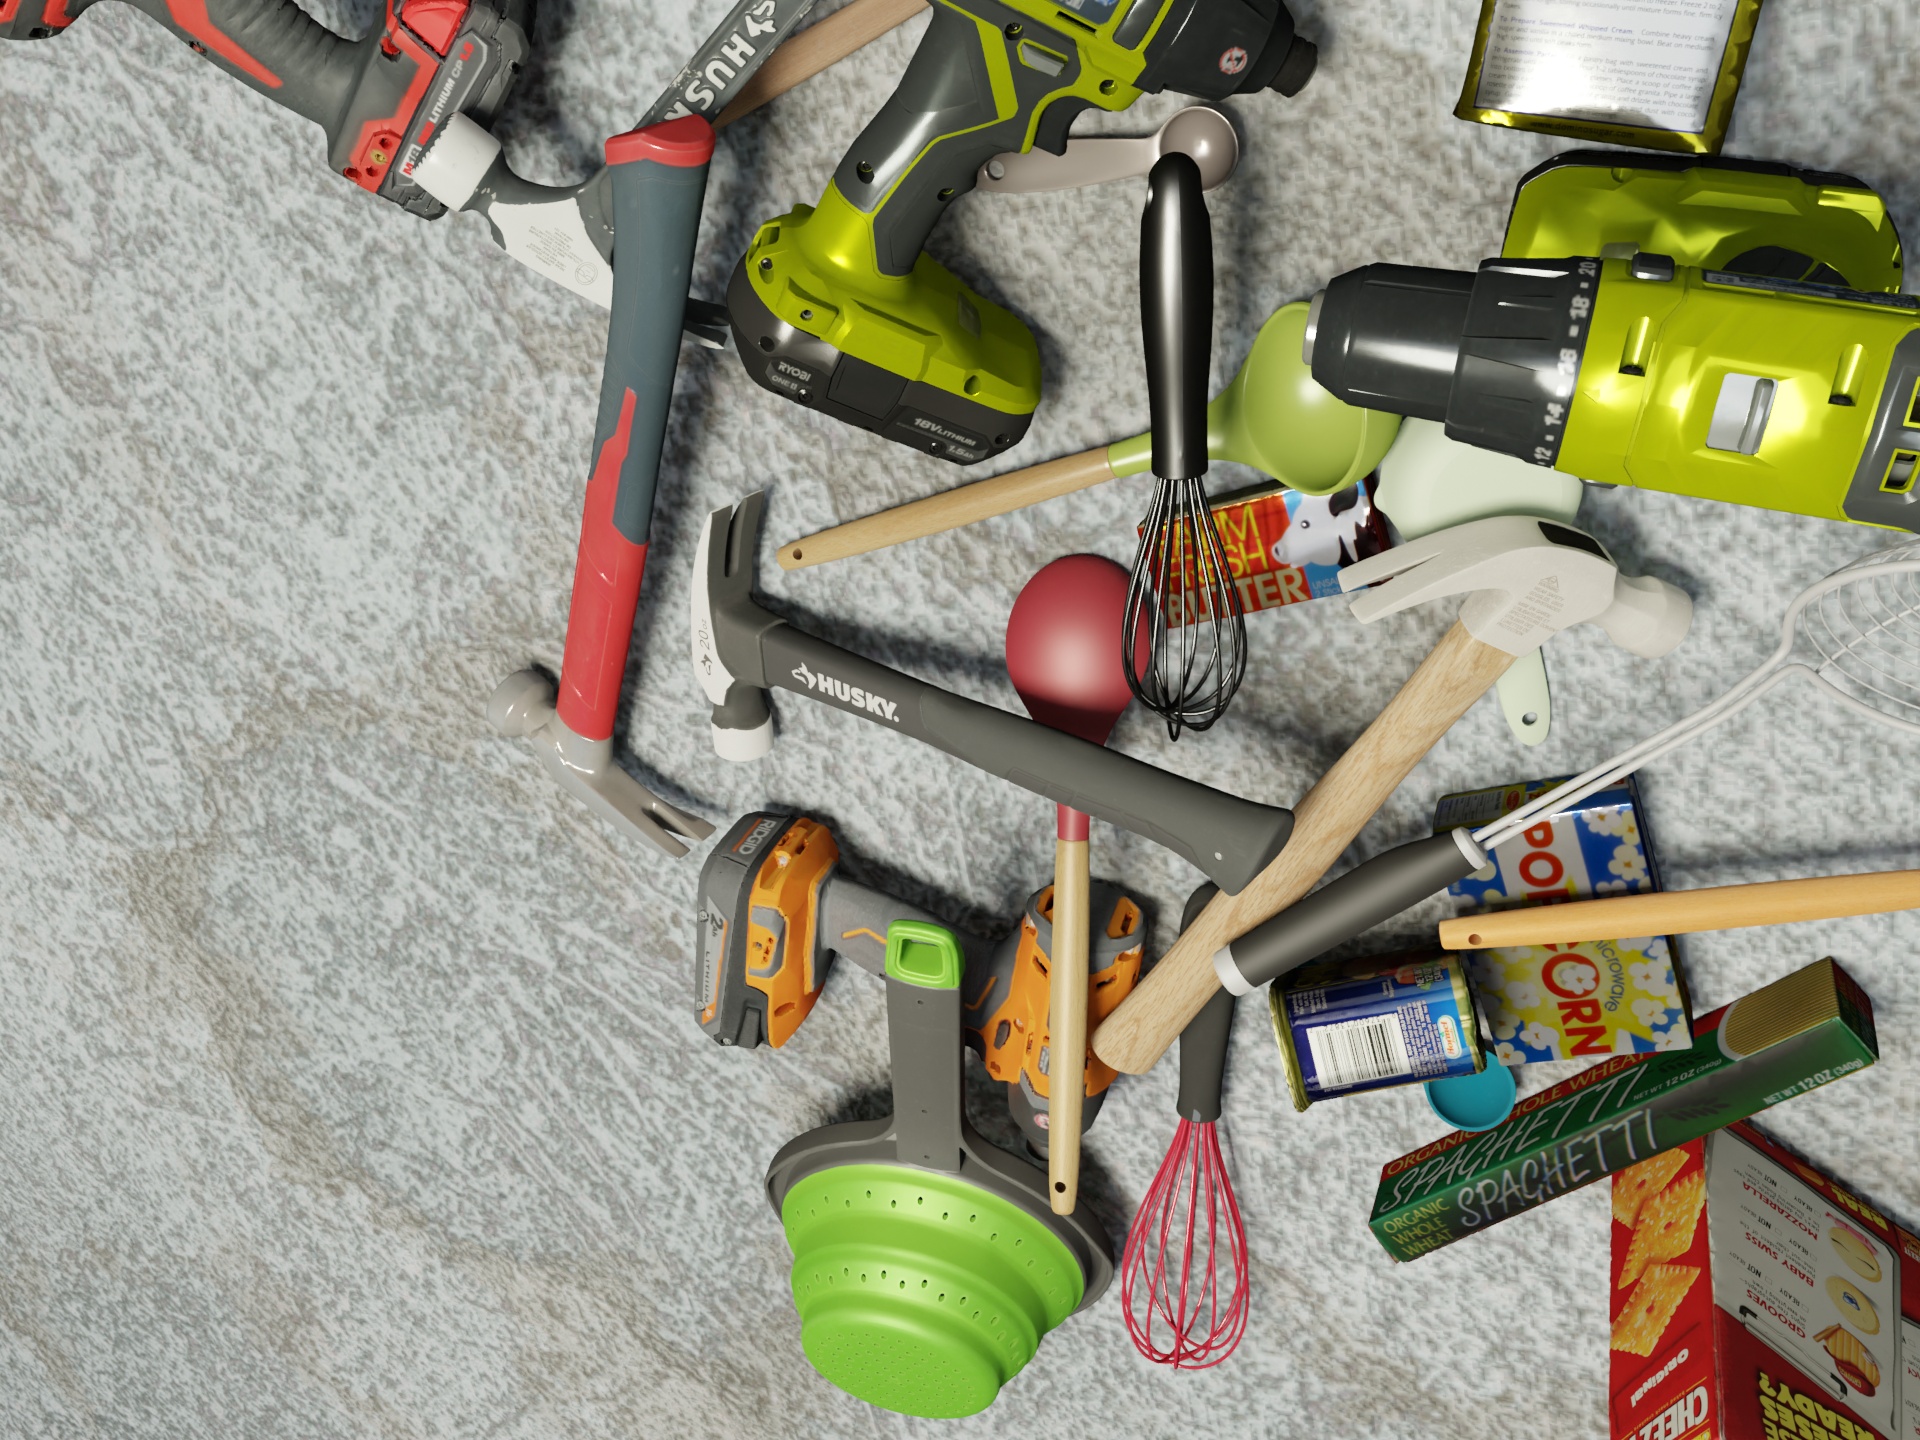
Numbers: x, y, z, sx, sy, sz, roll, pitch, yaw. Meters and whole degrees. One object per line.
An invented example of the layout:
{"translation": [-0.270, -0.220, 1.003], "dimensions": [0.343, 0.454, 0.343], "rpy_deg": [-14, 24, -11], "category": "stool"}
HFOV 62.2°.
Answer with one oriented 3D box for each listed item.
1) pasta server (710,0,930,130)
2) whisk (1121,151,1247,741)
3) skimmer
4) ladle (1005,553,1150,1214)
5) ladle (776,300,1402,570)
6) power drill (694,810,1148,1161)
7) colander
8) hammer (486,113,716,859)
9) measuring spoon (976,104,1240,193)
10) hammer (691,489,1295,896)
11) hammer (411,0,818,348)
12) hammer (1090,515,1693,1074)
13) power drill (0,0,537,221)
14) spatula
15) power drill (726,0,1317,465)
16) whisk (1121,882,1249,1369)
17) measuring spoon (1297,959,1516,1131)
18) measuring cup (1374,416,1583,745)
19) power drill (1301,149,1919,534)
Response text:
{"translation": [-0.030, -0.295, 0.654], "dimensions": [0.316, 0.040, 0.060], "rpy_deg": [-17, 112, 30], "category": "pasta server"}
{"translation": [0.086, -0.100, 0.629], "dimensions": [0.055, 0.055, 0.238], "rpy_deg": [6, 119, 21], "category": "whisk"}
{"translation": [0.262, 0.042, 0.617], "dimensions": [0.363, 0.090, 0.127], "rpy_deg": [-33, 131, 22], "category": "skimmer"}
{"translation": [0.051, 0.080, 0.748], "dimensions": [0.069, 0.031, 0.315], "rpy_deg": [3, 97, 18], "category": "ladle"}
{"translation": [0.040, -0.108, 0.706], "dimensions": [0.320, 0.062, 0.078], "rpy_deg": [-12, 93, 31], "category": "ladle"}
{"translation": [-0.023, 0.145, 0.842], "dimensions": [0.226, 0.084, 0.164], "rpy_deg": [13, 119, 13], "category": "power drill"}
{"translation": [-0.024, 0.258, 0.819], "dimensions": [0.204, 0.095, 0.396], "rpy_deg": [10, 135, 11], "category": "colander"}
{"translation": [-0.149, -0.093, 0.749], "dimensions": [0.143, 0.038, 0.386], "rpy_deg": [35, 135, 14], "category": "hammer"}
{"translation": [0.059, -0.235, 0.662], "dimensions": [0.124, 0.018, 0.034], "rpy_deg": [5, 123, 29], "category": "measuring spoon"}
{"translation": [-0.001, -0.002, 0.723], "dimensions": [0.335, 0.035, 0.146], "rpy_deg": [22, 128, 34], "category": "hammer"}
{"translation": [-0.044, -0.295, 0.606], "dimensions": [0.149, 0.036, 0.409], "rpy_deg": [34, 130, -29], "category": "hammer"}
{"translation": [0.154, 0.046, 0.690], "dimensions": [0.130, 0.031, 0.331], "rpy_deg": [19, 124, -23], "category": "hammer"}
{"translation": [-0.291, -0.331, 0.654], "dimensions": [0.226, 0.080, 0.188], "rpy_deg": [20, 129, -31], "category": "power drill"}
{"translation": [0.360, 0.066, 0.640], "dimensions": [0.322, 0.041, 0.081], "rpy_deg": [-9, 110, 21], "category": "spatula"}
{"translation": [0.016, -0.214, 0.617], "dimensions": [0.171, 0.080, 0.223], "rpy_deg": [19, 133, -20], "category": "power drill"}
{"translation": [0.122, 0.220, 0.831], "dimensions": [0.073, 0.073, 0.295], "rpy_deg": [8, 111, 20], "category": "whisk"}
{"translation": [0.213, 0.152, 0.783], "dimensions": [0.129, 0.021, 0.042], "rpy_deg": [34, 106, 15], "category": "measuring spoon"}
{"translation": [0.224, -0.055, 0.653], "dimensions": [0.083, 0.038, 0.167], "rpy_deg": [-16, 113, 12], "category": "measuring cup"}
{"translation": [0.221, -0.129, 0.511], "dimensions": [0.190, 0.228, 0.080], "rpy_deg": [13, 119, 17], "category": "power drill"}
